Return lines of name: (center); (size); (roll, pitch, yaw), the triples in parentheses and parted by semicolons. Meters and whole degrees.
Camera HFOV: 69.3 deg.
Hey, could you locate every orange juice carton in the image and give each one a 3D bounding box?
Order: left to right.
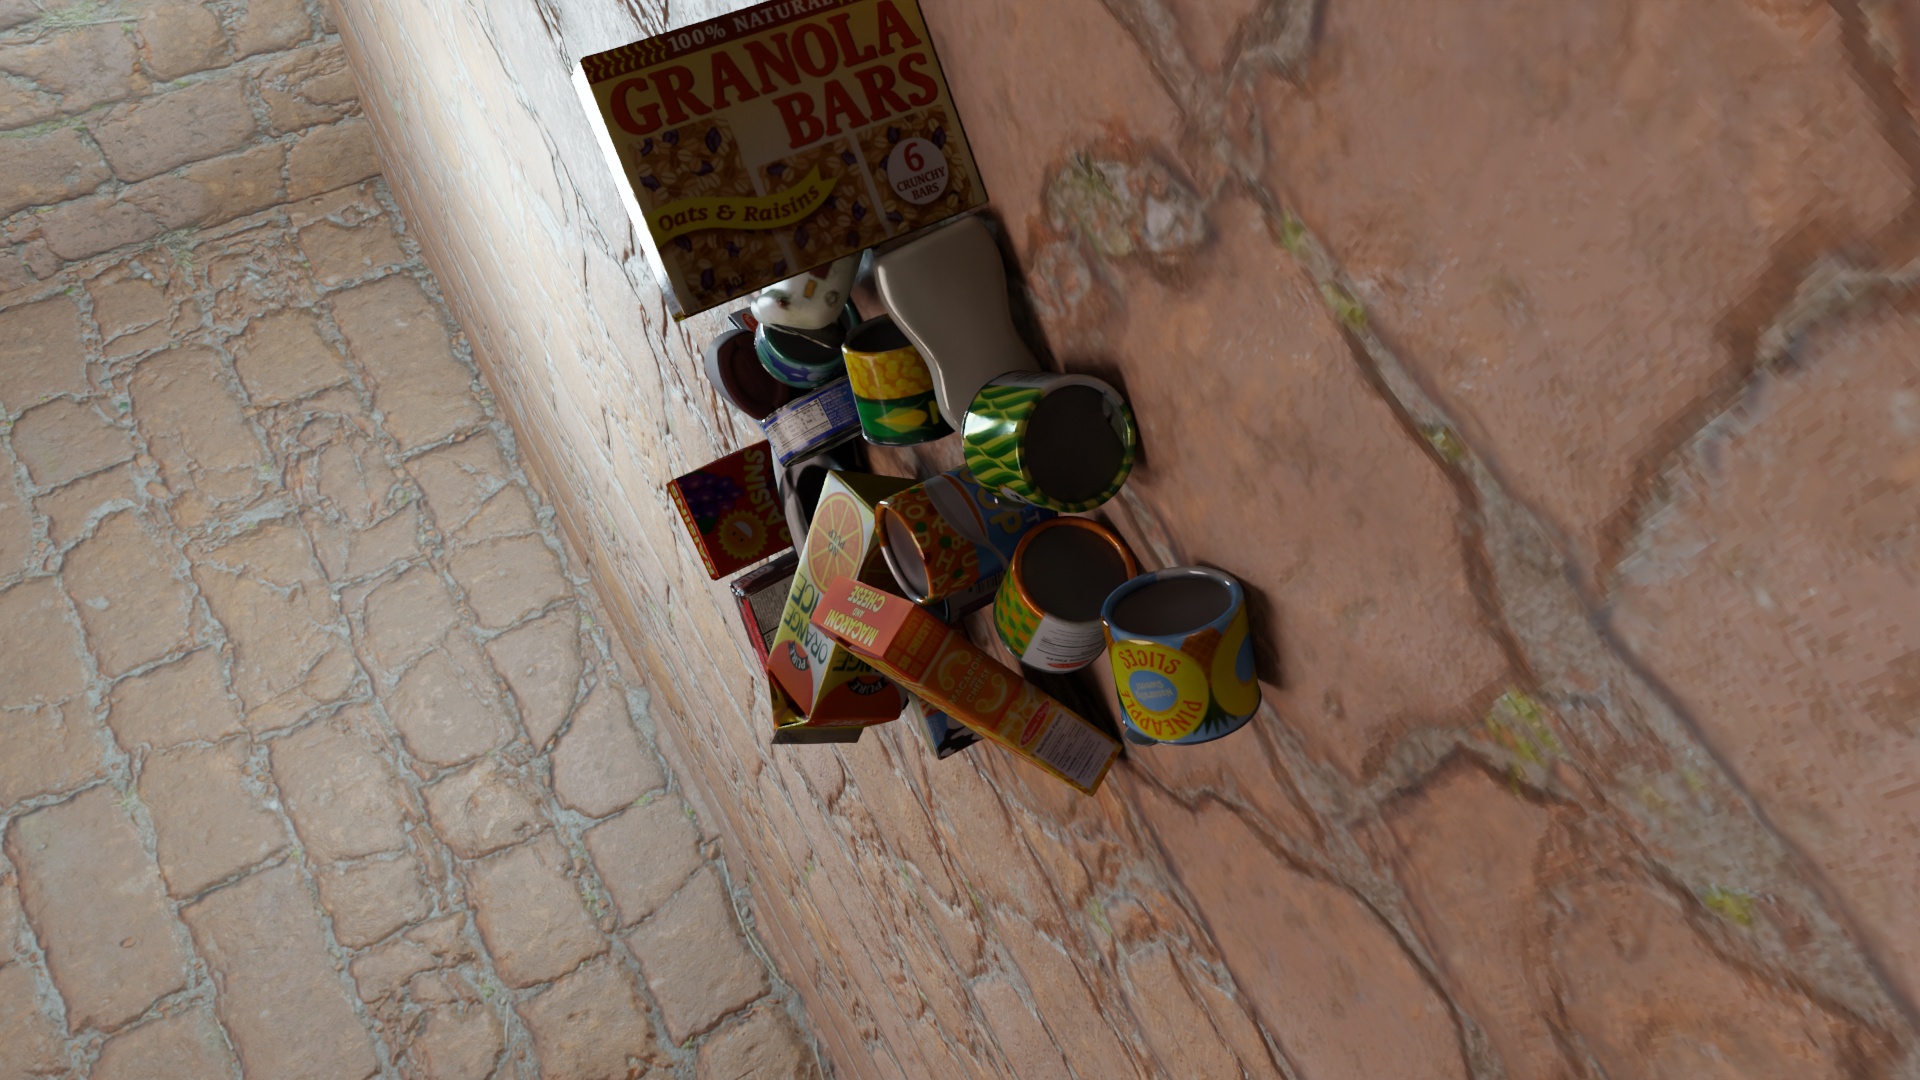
orange juice carton: (-0.071, 0.056, 0.934); (0.073, 0.072, 0.192); (41, 118, 48)

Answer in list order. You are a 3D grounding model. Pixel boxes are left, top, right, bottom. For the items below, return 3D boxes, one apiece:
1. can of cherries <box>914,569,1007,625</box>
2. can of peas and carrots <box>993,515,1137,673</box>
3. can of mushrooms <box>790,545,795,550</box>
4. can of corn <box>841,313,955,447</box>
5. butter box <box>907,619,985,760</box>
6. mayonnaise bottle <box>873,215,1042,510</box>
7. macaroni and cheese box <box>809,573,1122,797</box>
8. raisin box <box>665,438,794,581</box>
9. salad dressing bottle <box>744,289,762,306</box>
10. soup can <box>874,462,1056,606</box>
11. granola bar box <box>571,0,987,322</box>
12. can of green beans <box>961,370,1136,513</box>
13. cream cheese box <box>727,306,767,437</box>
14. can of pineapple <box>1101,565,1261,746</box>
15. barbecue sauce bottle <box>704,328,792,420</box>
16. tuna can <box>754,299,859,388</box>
can of cherries: (-0.002, 0.012, 0.858); (0.072, 0.058, 0.071); (50, 156, 33)
can of peas and carrots: (0.053, 0.026, 0.729); (0.071, 0.071, 0.058); (57, 157, 20)
can of mushrooms: (-0.126, -0.012, 1.170); (0.071, 0.033, 0.070); (51, 156, 33)
can of corn: (-0.028, -0.094, 0.794); (0.071, 0.071, 0.058); (35, 144, 53)
butter box: (-0.013, 0.099, 0.993); (0.024, 0.053, 0.103); (12, 124, 68)
mayonnaise bottle: (0.011, -0.087, 0.712); (0.041, 0.065, 0.147); (-110, -4, -77)
macaroni and cheese box: (0.001, 0.087, 0.842); (0.166, 0.040, 0.124); (35, 171, -25)
raisin box: (-0.154, -0.032, 1.085); (0.086, 0.124, 0.040); (66, 159, -4)
salad dressing bottle: (-0.143, -0.194, 0.988); (0.147, 0.044, 0.064); (61, 150, 5)
soup can: (0.003, -0.010, 0.785); (0.071, 0.084, 0.071); (50, 154, 35)
granola bar box: (-0.085, -0.193, 0.672); (0.039, 0.166, 0.124); (7, 120, 67)
can of green beans: (0.042, -0.048, 0.669); (0.058, 0.071, 0.071); (17, 129, 63)
cream cheese box: (-0.161, -0.133, 1.129); (0.053, 0.024, 0.103); (48, 154, 38)
can of pineapple: (0.101, 0.053, 0.638); (0.071, 0.071, 0.057); (31, 141, 56)
barbecue sauce bottle: (-0.162, -0.125, 1.019); (0.064, 0.044, 0.148); (61, 170, -17)
tuna can: (-0.099, -0.135, 0.919); (0.071, 0.071, 0.032); (61, 158, 9)
